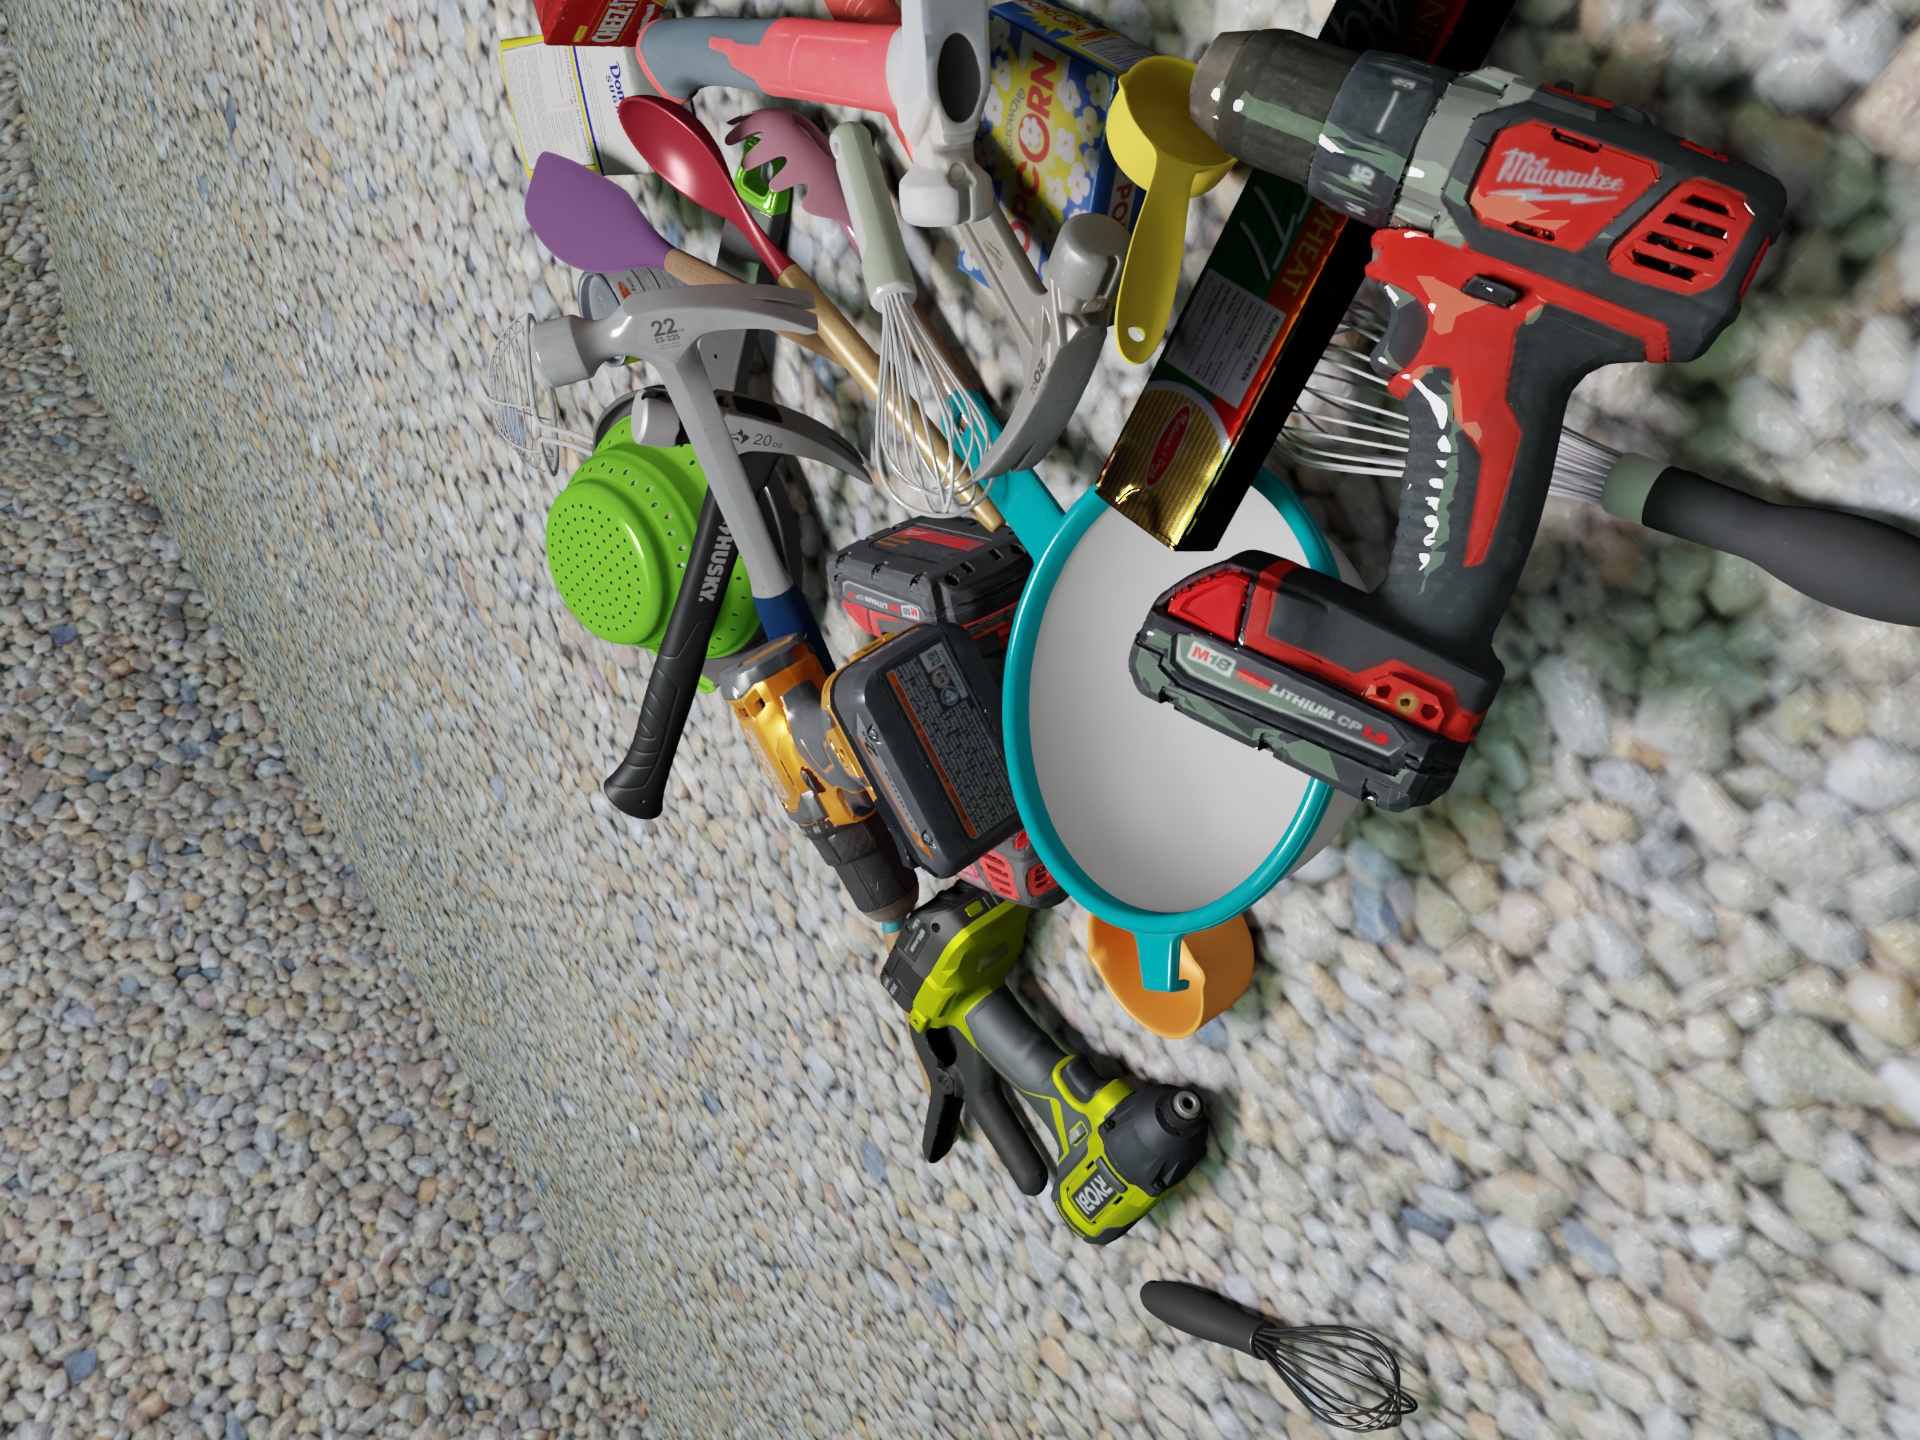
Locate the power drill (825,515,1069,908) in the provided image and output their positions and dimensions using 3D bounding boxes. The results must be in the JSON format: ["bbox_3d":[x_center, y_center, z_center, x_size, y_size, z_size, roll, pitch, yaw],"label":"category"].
[{"bbox_3d":[-0.001,-0.003,0.935,0.143,0.078,0.219,20,130,50],"label":"power drill"}]

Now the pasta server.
[{"bbox_3d":[-0.029,-0.210,0.868,0.040,0.060,0.316,-34,84,28],"label":"pasta server"}]

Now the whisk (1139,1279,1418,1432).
[{"bbox_3d":[0.178,0.370,0.947,0.239,0.055,0.055,-9,104,61],"label":"whisk"}]

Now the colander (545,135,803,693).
[{"bbox_3d":[-0.188,-0.176,1.021,0.205,0.094,0.396,38,131,21],"label":"colander"}]

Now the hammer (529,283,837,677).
[{"bbox_3d":[-0.110,-0.088,0.953,0.405,0.144,0.035,72,-174,-49],"label":"hammer"}]

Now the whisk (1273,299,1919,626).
[{"bbox_3d":[0.213,-0.095,0.572,0.285,0.070,0.070,30,135,36],"label":"whisk"}]

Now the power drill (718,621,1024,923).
[{"bbox_3d":[-0.042,0.037,0.885,0.226,0.084,0.185,-4,116,62],"label":"power drill"}]

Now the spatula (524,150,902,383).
[{"bbox_3d":[-0.153,-0.260,0.939,0.316,0.018,0.059,32,112,26],"label":"spatula"}]

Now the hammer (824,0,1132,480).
[{"bbox_3d":[-0.028,-0.293,0.752,0.359,0.036,0.149,64,154,21],"label":"hammer"}]

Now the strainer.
[{"bbox_3d":[0.092,-0.053,0.750,0.211,0.095,0.341,-60,42,30],"label":"strainer"}]

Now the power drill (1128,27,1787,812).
[{"bbox_3d":[0.133,-0.105,0.532,0.188,0.080,0.226,27,109,15],"label":"power drill"}]

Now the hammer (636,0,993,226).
[{"bbox_3d":[-0.087,-0.334,0.762,0.387,0.038,0.143,40,140,54],"label":"hammer"}]

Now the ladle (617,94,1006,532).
[{"bbox_3d":[-0.078,-0.223,0.860,0.315,0.031,0.069,51,166,7],"label":"ladle"}]

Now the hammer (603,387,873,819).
[{"bbox_3d":[-0.167,-0.060,1.019,0.334,0.146,0.035,-65,34,37],"label":"hammer"}]

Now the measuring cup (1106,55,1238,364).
[{"bbox_3d":[0.076,-0.198,0.633,0.029,0.062,0.157,135,152,-62],"label":"measuring cup"}]

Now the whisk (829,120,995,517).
[{"bbox_3d":[-0.033,-0.209,0.813,0.057,0.059,0.247,102,155,-66],"label":"whisk"}]

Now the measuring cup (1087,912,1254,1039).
[{"bbox_3d":[0.105,0.082,0.855,0.095,0.052,0.173,-3,106,57],"label":"measuring cup"}]

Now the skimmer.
[{"bbox_3d":[-0.234,-0.208,1.183,0.363,0.090,0.127,26,134,33],"label":"skimmer"}]

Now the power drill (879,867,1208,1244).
[{"bbox_3d":[0.056,0.204,0.990,0.223,0.080,0.171,49,146,18],"label":"power drill"}]

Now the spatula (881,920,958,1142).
[{"bbox_3d":[-0.053,0.179,1.162,0.082,0.044,0.317,12,121,54],"label":"spatula"}]
